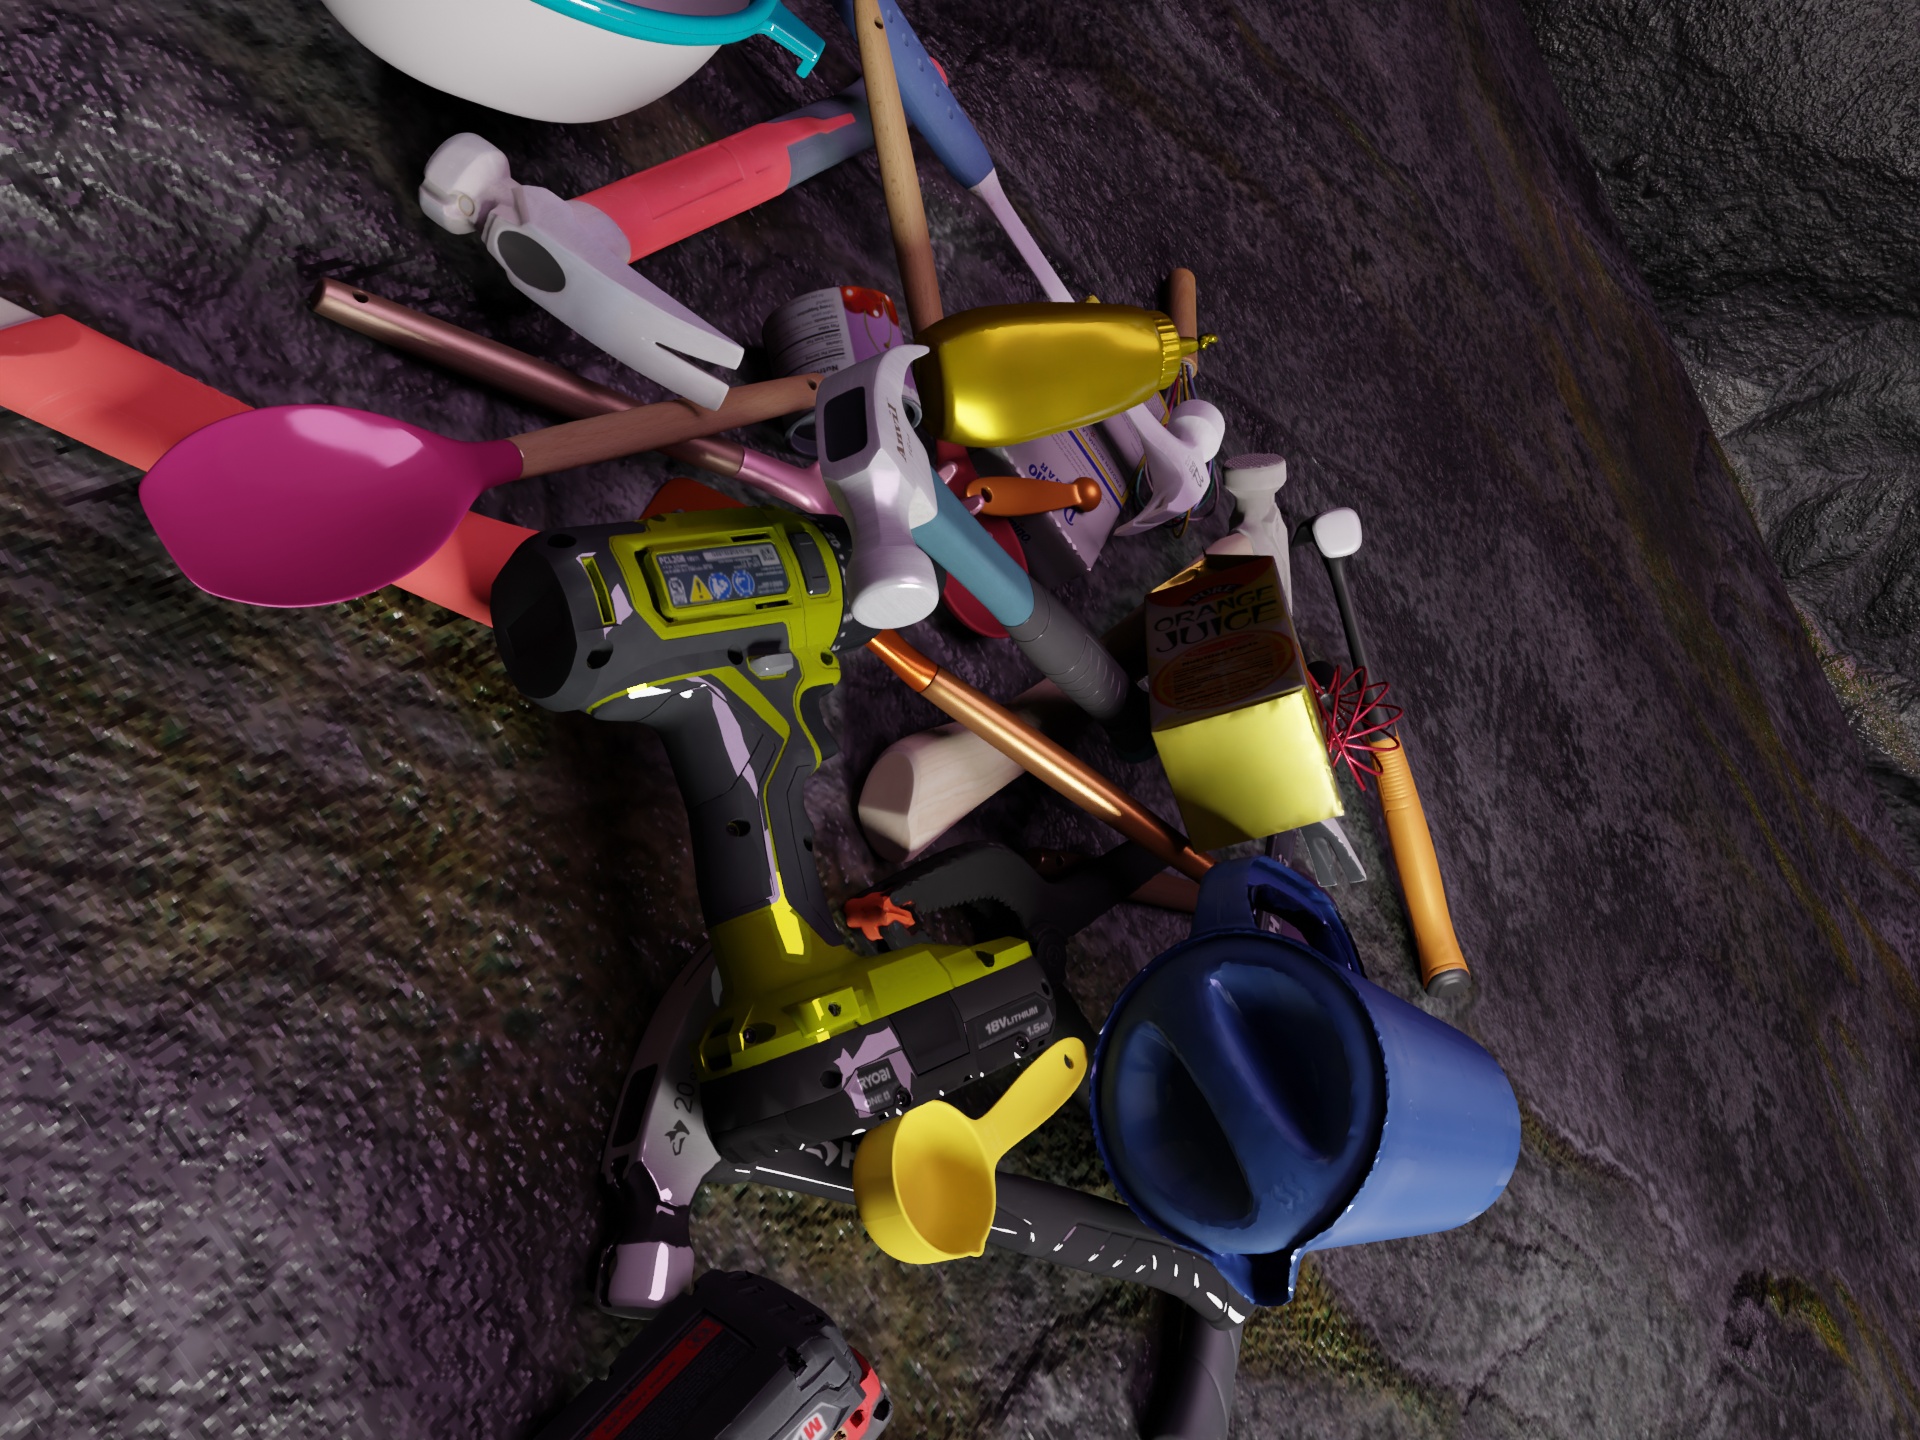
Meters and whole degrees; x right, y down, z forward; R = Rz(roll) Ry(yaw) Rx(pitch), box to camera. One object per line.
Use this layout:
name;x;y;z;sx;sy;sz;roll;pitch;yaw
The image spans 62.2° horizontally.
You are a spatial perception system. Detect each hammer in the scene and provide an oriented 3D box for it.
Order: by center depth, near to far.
hammer;-0.261;-0.091;0.492;0.358;0.037;0.149;28;52;-40
hammer;0.010;0.192;0.653;0.334;0.035;0.146;26;53;-33
hammer;0.027;-0.046;0.673;0.330;0.033;0.128;38;36;-60
hammer;-0.080;-0.261;0.764;0.143;0.038;0.386;36;38;2
hammer;0.016;-0.272;0.828;0.405;0.035;0.144;52;35;-21
hammer;0.152;0.191;0.839;0.149;0.036;0.409;44;47;-34
hammer;0.083;-0.021;0.858;0.410;0.038;0.146;-35;124;-47
hammer;0.288;0.022;1.083;0.127;0.034;0.337;-22;97;-83

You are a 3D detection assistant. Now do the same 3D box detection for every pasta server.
pasta server;-0.114;-0.123;0.674;0.316;0.040;0.060;17;50;-40

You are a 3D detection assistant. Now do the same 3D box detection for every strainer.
strainer;-0.228;-0.296;0.585;0.340;0.095;0.211;-14;63;-46

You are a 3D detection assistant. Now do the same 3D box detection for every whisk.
whisk;0.222;-0.009;0.955;0.073;0.073;0.296;66;13;-3
whisk;0.144;-0.214;1.050;0.047;0.051;0.245;59;28;-47

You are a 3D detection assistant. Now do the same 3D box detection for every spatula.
spatula;-0.001;-0.002;0.709;0.322;0.041;0.081;35;46;-21
spatula;0.138;0.099;0.898;0.315;0.018;0.060;17;64;-47

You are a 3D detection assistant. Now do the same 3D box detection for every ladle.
ladle;-0.016;-0.194;0.788;0.069;0.031;0.315;-25;109;-47

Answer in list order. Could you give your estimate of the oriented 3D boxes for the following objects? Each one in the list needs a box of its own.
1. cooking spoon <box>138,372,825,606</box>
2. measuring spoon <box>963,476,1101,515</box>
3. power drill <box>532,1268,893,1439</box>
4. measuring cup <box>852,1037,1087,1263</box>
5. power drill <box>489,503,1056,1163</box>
cooking spoon;-0.147;-0.100;0.587;0.319;0.017;0.069;-30;87;-52
measuring spoon;0.040;-0.117;0.821;0.117;0.011;0.021;-11;85;-51
power drill;-0.048;0.301;0.511;0.143;0.078;0.219;-41;112;-28
measuring cup;0.008;0.162;0.631;0.156;0.029;0.062;-22;87;-59
power drill;-0.051;0.027;0.589;0.190;0.080;0.228;-13;80;-45
